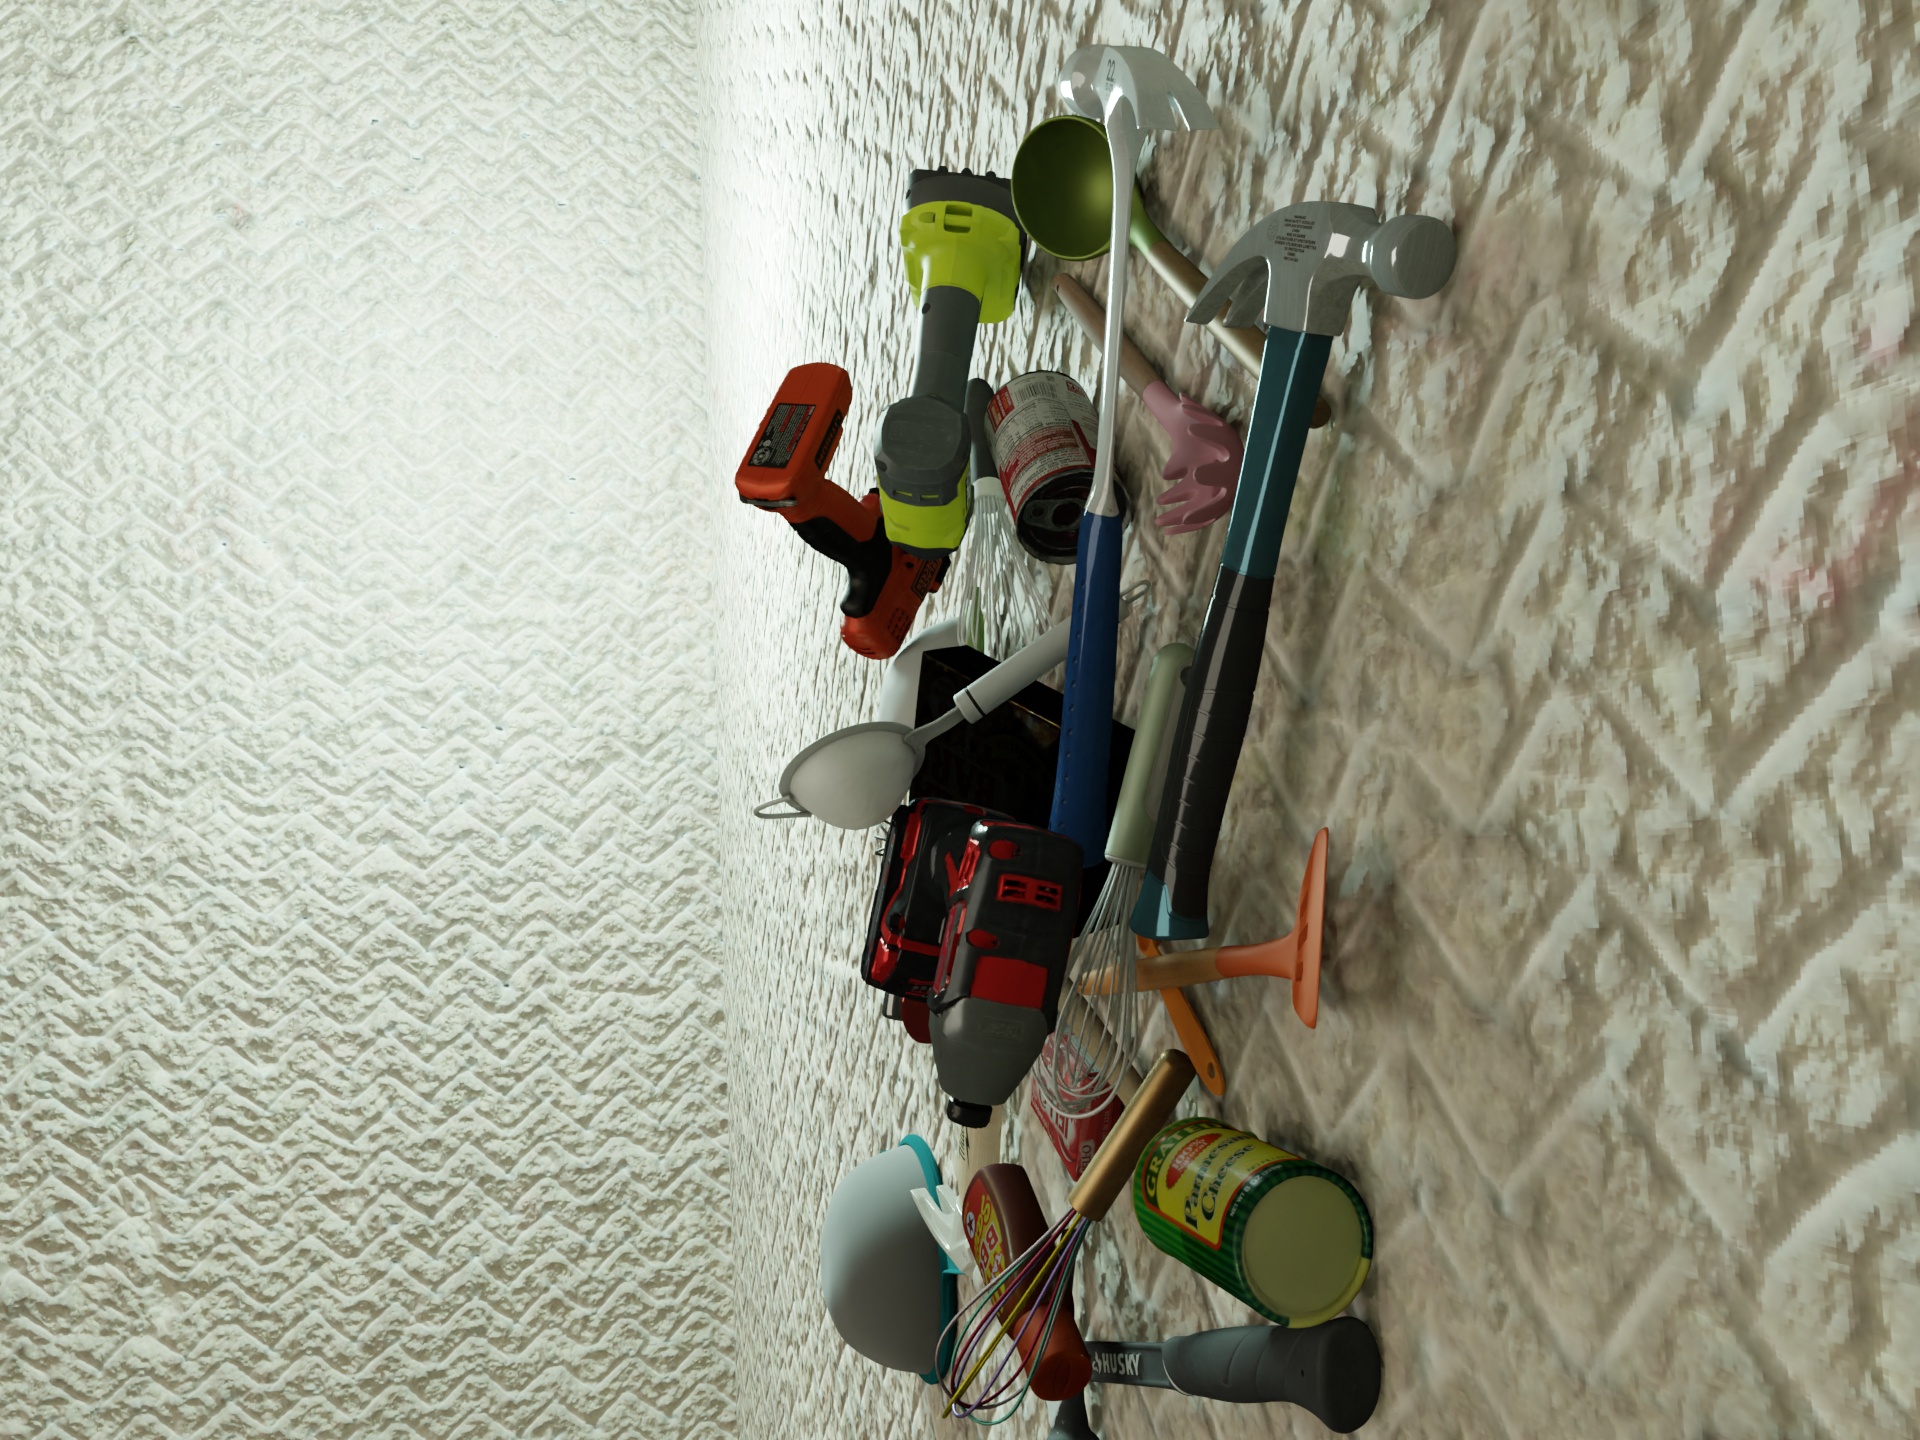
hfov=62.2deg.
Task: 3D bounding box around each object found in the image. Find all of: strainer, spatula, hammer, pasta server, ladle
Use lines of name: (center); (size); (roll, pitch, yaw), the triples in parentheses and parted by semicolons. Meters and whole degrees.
strainer: (-0.059, 0.456, 1.341); (0.340, 0.095, 0.211); (125, 141, -67)
spatula: (0.111, 0.117, 0.773); (0.322, 0.041, 0.081); (144, 135, -68)
hammer: (0.120, -0.051, 0.681); (0.128, 0.033, 0.331); (-138, 53, -57)
strainer: (-0.030, -0.001, 1.194); (0.256, 0.069, 0.151); (121, 153, -77)
hammer: (-0.030, 0.172, 1.179); (0.359, 0.036, 0.149); (155, 122, -85)
strainer: (-0.001, -0.003, 0.883); (0.050, 0.258, 0.086); (58, -175, 34)
pasta server: (0.090, -0.187, 0.859); (0.317, 0.040, 0.060); (-111, 26, -54)
hammer: (0.110, 0.331, 0.829); (0.408, 0.036, 0.149); (124, 143, -64)
hammer: (0.071, -0.113, 0.782); (0.144, 0.035, 0.405); (-116, 26, -65)
hammer: (0.015, 0.196, 1.138); (0.146, 0.038, 0.410); (-152, 63, -64)
ladle: (0.098, -0.224, 0.794); (0.321, 0.062, 0.078); (-114, 29, -49)

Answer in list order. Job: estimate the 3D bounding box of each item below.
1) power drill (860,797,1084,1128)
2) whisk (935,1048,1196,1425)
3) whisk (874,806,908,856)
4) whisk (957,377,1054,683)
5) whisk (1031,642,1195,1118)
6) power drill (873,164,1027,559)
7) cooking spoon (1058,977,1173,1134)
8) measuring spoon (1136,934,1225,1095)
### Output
power drill: (0.005, 0.115, 0.823); (0.220, 0.078, 0.143); (-163, 85, -80)
whisk: (0.055, 0.279, 0.847); (0.051, 0.047, 0.245); (41, 106, 44)
whisk: (-0.021, 0.098, 1.144); (0.238, 0.055, 0.055); (51, -146, -76)
whisk: (0.022, -0.129, 1.089); (0.070, 0.070, 0.285); (111, 159, -54)
whisk: (0.083, 0.079, 0.805); (0.059, 0.057, 0.246); (10, 84, 45)
power drill: (-0.010, -0.223, 1.028); (0.171, 0.080, 0.223); (86, -168, -74)
cooking spoon: (0.059, 0.160, 0.967); (0.319, 0.017, 0.068); (-128, 49, -56)
measuring spoon: (0.118, 0.149, 0.838); (0.117, 0.011, 0.021); (-113, 29, -46)
